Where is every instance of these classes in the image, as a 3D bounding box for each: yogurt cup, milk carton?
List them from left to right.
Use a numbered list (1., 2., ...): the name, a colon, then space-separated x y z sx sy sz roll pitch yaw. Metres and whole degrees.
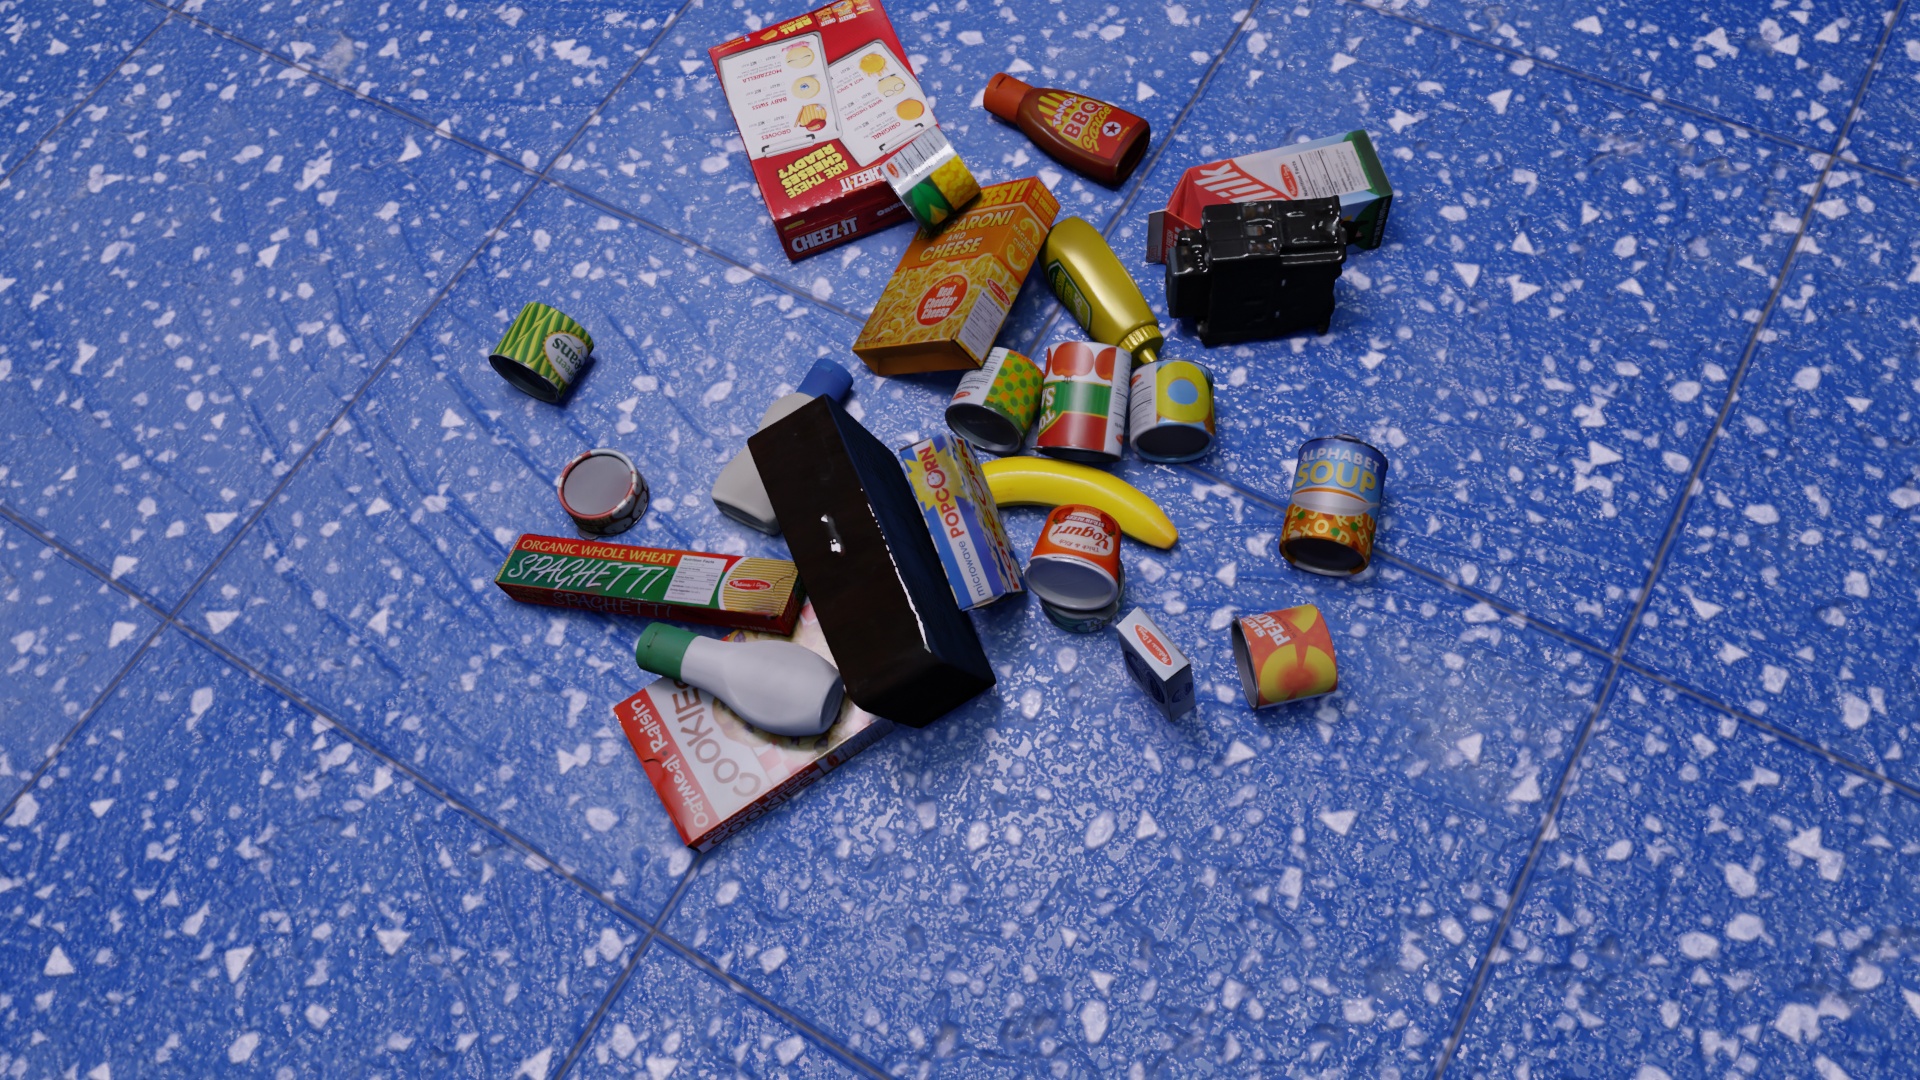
1. yogurt cup: 0.084 0.010 0.994 0.072 0.072 0.054 10 58 11
2. milk carton: 0.246 -0.268 1.140 0.191 0.072 0.074 -13 64 0

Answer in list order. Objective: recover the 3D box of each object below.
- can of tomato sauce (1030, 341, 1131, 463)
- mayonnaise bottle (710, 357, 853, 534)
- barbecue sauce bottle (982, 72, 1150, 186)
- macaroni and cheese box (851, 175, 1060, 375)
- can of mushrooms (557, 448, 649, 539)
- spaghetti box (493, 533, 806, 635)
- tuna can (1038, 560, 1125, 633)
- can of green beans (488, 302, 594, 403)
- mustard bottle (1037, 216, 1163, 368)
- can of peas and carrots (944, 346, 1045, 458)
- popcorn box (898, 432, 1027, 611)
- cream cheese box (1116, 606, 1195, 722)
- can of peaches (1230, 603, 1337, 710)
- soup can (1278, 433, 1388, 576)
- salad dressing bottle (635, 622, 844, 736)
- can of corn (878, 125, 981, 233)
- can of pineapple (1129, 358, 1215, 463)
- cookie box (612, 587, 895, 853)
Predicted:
1. can of tomato sauce: 0.093 -0.106 1.070 0.071 0.071 0.083 6 85 10
2. mayonnaise bottle: -0.137 -0.079 1.114 0.065 0.041 0.148 24 69 16
3. barbecue sauce bottle: 0.090 -0.367 1.222 0.149 0.043 0.065 31 73 20
4. macaroni and cheese box: -0.003 -0.213 1.131 0.123 0.040 0.167 3 59 46
5. can of mushrooms: -0.288 -0.037 1.116 0.071 0.033 0.071 -2 64 5
6. spaghetti box: -0.236 0.031 1.054 0.250 0.028 0.050 5 56 20
7. tuna can: 0.091 0.036 1.035 0.071 0.032 0.071 -3 64 6
8. can of green beans: -0.350 -0.157 1.162 0.071 0.071 0.058 21 69 16
9. mustard bottle: 0.121 -0.189 1.123 0.049 0.065 0.160 -29 68 -11
10. can of peas and carrots: 0.030 -0.109 1.094 0.071 0.070 0.059 18 65 15
11. popcorn box: 0.004 -0.013 1.018 0.038 0.085 0.127 -23 84 14
12. cream cheese box: 0.137 0.087 0.966 0.024 0.103 0.053 -37 65 -5
13. can of peaches: 0.227 0.080 0.977 0.058 0.071 0.071 -11 64 1
14. soup can: 0.274 -0.026 1.021 0.071 0.071 0.084 12 67 12
15. salad dressing bottle: -0.158 0.094 0.987 0.148 0.043 0.064 16 67 15
16. can of corn: -0.024 -0.294 1.135 0.058 0.071 0.071 -36 65 7
17. can of pineapple: 0.165 -0.099 1.073 0.071 0.070 0.058 0 65 7
18. cookie box: -0.152 0.130 1.015 0.168 0.040 0.123 -32 65 -9
